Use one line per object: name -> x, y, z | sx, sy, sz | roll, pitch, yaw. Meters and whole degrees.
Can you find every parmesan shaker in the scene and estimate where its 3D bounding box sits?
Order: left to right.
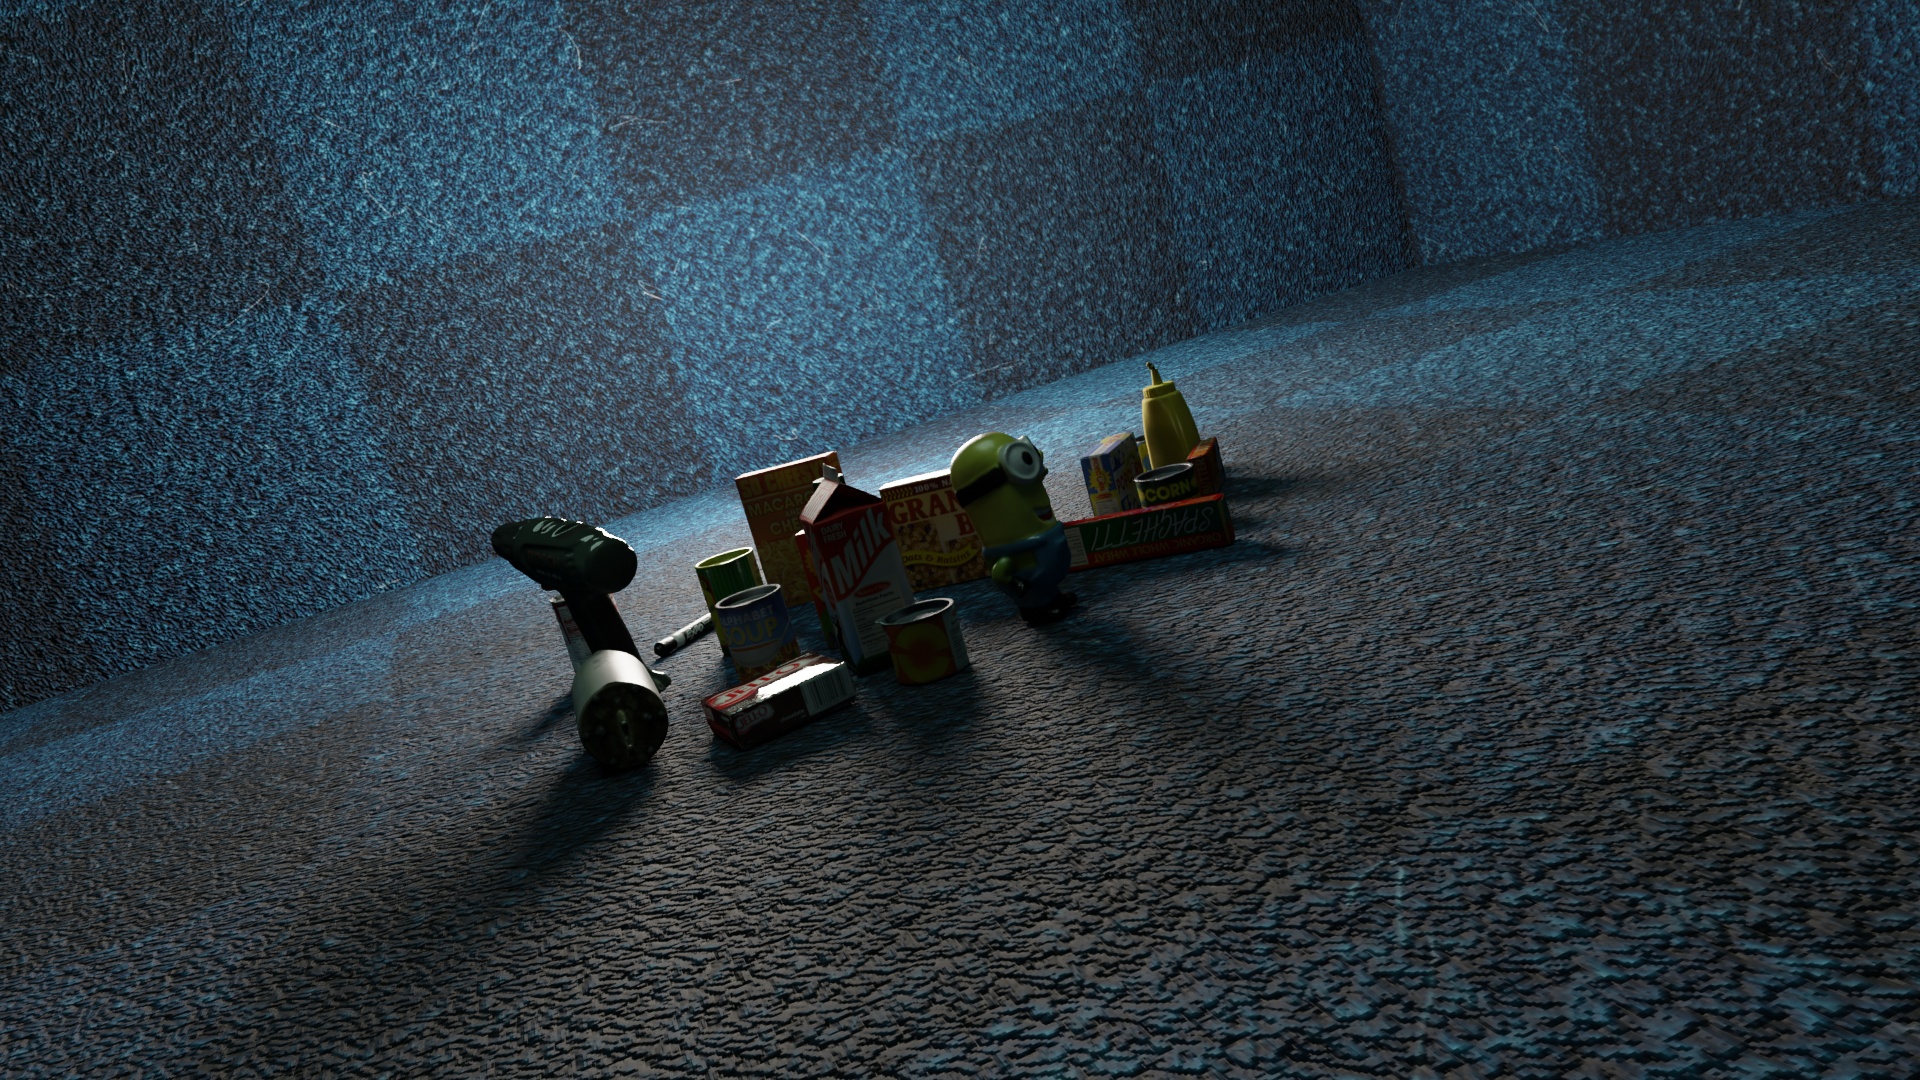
parmesan shaker -> -0.242, 0.067, 1.507 | 0.071, 0.103, 0.071 | -15, 10, 3

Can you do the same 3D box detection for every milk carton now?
milk carton -> -0.095, 0.022, 1.290 | 0.073, 0.190, 0.072 | -19, 10, -14

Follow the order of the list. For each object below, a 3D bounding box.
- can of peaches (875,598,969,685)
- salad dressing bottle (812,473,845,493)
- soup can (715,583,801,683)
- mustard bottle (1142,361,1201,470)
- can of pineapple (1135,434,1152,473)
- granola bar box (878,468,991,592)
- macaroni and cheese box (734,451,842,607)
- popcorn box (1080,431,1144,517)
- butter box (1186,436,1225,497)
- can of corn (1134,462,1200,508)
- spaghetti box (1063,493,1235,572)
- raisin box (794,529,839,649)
can of peaches -> -0.033, 0.089, 1.212 | 0.071, 0.058, 0.071 | -15, 10, 3
salad dressing bottle -> -0.130, 0.000, 1.571 | 0.044, 0.147, 0.064 | -7, 13, 40
soup can -> -0.197, 0.093, 1.358 | 0.071, 0.083, 0.071 | -15, 10, 3
mustard bottle -> 0.257, -0.144, 1.709 | 0.065, 0.160, 0.049 | -7, 14, 42
can of pineapple -> 0.257, -0.110, 1.809 | 0.071, 0.057, 0.071 | -15, 10, 3
granola bar box -> 0.005, -0.019, 1.532 | 0.165, 0.124, 0.039 | -13, 11, 17
macaroni and cheese box -> -0.186, -0.012, 1.660 | 0.123, 0.166, 0.040 | -13, 10, 16
popcorn box -> 0.186, -0.075, 1.661 | 0.038, 0.085, 0.127 | -12, 11, 24
butter box -> 0.293, -0.086, 1.649 | 0.024, 0.053, 0.104 | -12, 11, 21
can of corn -> 0.230, -0.048, 1.528 | 0.071, 0.058, 0.071 | -15, 10, 3
spaghetti box -> 0.156, -0.001, 1.421 | 0.250, 0.050, 0.029 | -11, 11, 26
raisin box -> -0.106, 0.039, 1.397 | 0.086, 0.123, 0.040 | -13, 11, 17
